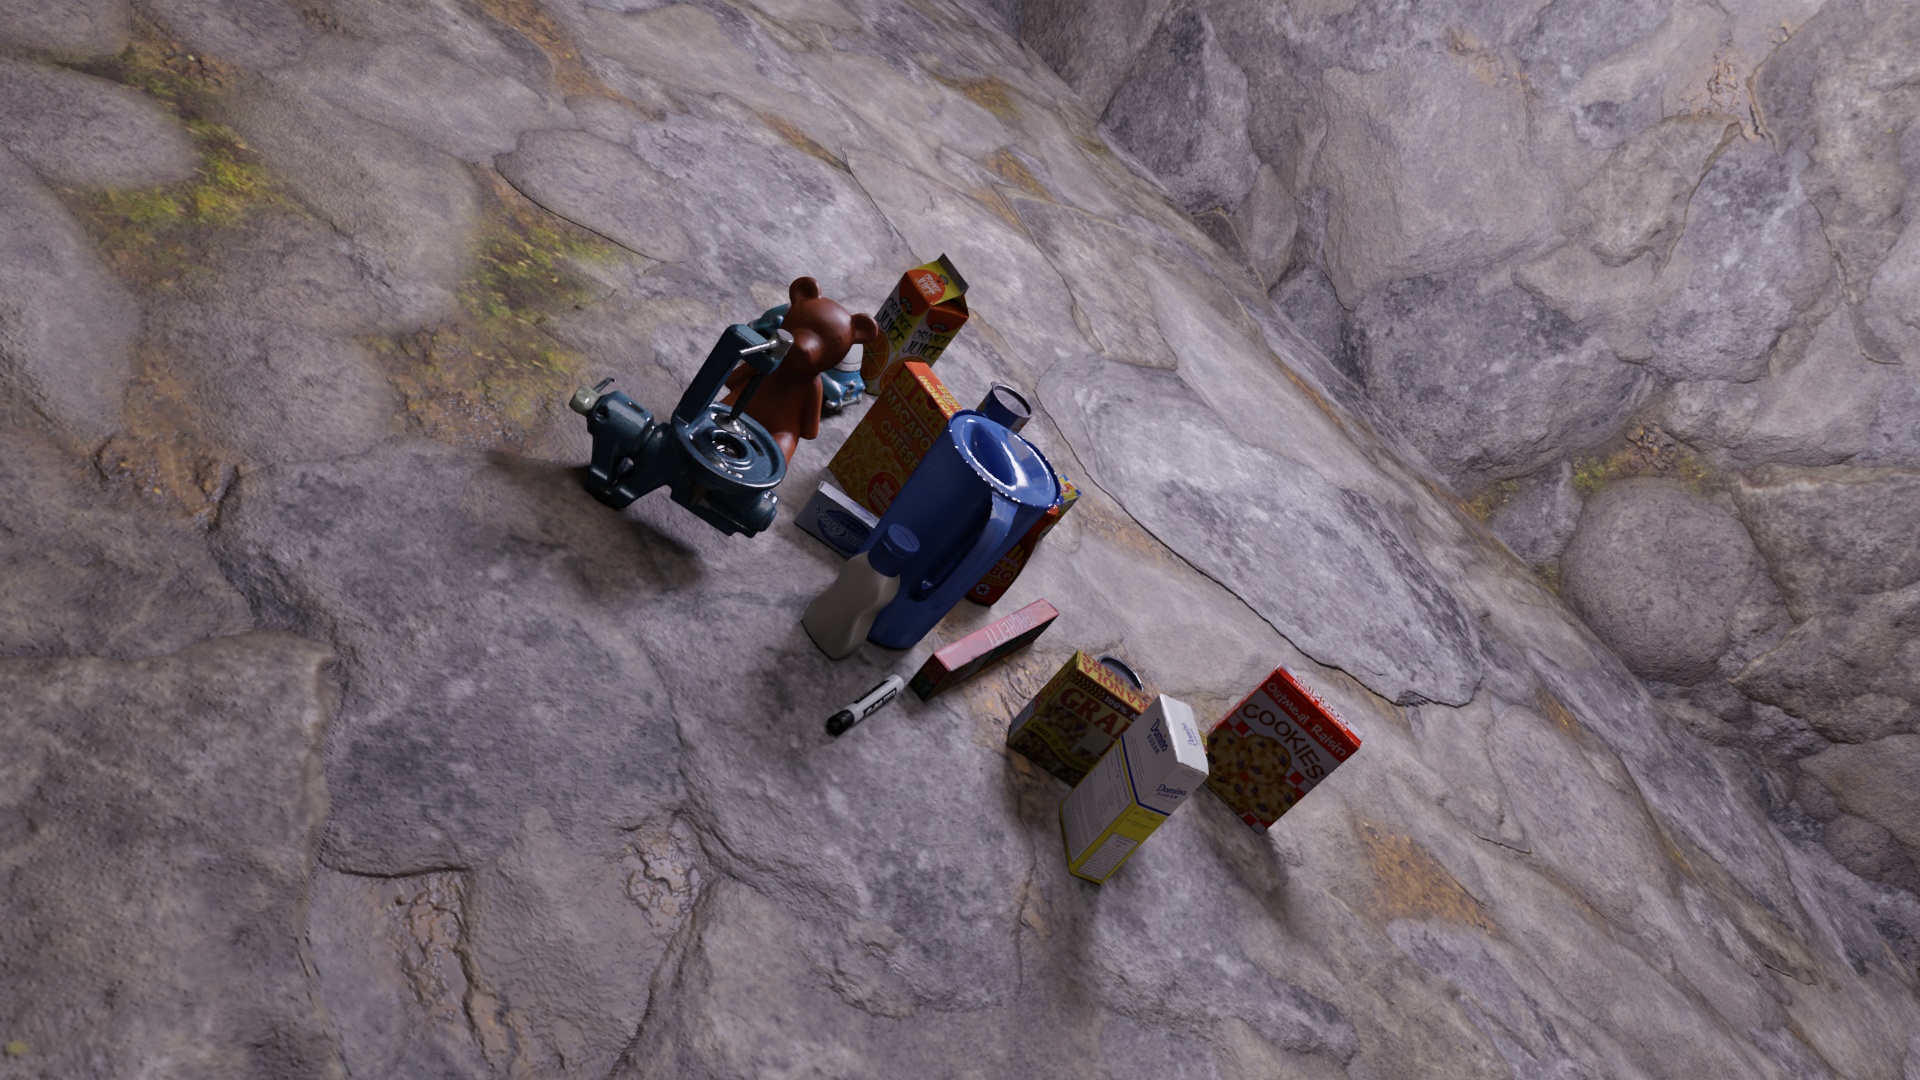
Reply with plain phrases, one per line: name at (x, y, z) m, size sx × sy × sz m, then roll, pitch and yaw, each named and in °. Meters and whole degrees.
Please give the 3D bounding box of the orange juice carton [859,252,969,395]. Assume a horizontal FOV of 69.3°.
orange juice carton at (-0.058, -0.276, 1.787) m, size 0.073 × 0.191 × 0.072 m, roll 6°, pitch 43°, yaw -46°

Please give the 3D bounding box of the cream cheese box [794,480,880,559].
cream cheese box at (-0.121, -0.013, 1.490) m, size 0.104 × 0.053 × 0.024 m, roll 35°, pitch 29°, yaw -9°

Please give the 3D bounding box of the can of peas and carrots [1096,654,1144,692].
can of peas and carrots at (0.162, 0.173, 1.549) m, size 0.071 × 0.058 × 0.071 m, roll 29°, pitch 30°, yaw -19°

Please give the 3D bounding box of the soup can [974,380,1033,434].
soup can at (0.045, -0.159, 1.854) m, size 0.071 × 0.083 × 0.072 m, roll 29°, pitch 30°, yaw -19°

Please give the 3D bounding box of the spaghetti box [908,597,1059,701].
spaghetti box at (0.030, 0.113, 1.490) m, size 0.029 × 0.050 × 0.251 m, roll 47°, pitch 30°, yaw 13°

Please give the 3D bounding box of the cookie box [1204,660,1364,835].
cookie box at (0.350, 0.235, 1.566) m, size 0.123 × 0.166 × 0.040 m, roll 43°, pitch 29°, yaw 7°

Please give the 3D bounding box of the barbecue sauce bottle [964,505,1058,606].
barbecue sauce bottle at (0.053, 0.007, 1.562) m, size 0.065 × 0.148 × 0.044 m, roll 27°, pitch 31°, yaw -22°

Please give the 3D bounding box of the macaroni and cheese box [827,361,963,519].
macaroni and cheese box at (-0.063, -0.098, 1.559) m, size 0.040 × 0.165 × 0.124 m, roll -5°, pitch 51°, yaw -52°

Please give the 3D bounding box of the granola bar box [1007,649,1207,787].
granola bar box at (0.150, 0.204, 1.424) m, size 0.165 × 0.123 × 0.039 m, roll 34°, pitch 29°, yaw -10°

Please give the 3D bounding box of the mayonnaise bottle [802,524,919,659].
mayonnaise bottle at (-0.093, 0.047, 1.340) m, size 0.065 × 0.147 × 0.041 m, roll 50°, pitch 30°, yaw 18°

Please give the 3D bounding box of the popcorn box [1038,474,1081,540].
popcorn box at (0.089, -0.031, 1.723) m, size 0.038 × 0.085 × 0.127 m, roll 47°, pitch 30°, yaw 13°
